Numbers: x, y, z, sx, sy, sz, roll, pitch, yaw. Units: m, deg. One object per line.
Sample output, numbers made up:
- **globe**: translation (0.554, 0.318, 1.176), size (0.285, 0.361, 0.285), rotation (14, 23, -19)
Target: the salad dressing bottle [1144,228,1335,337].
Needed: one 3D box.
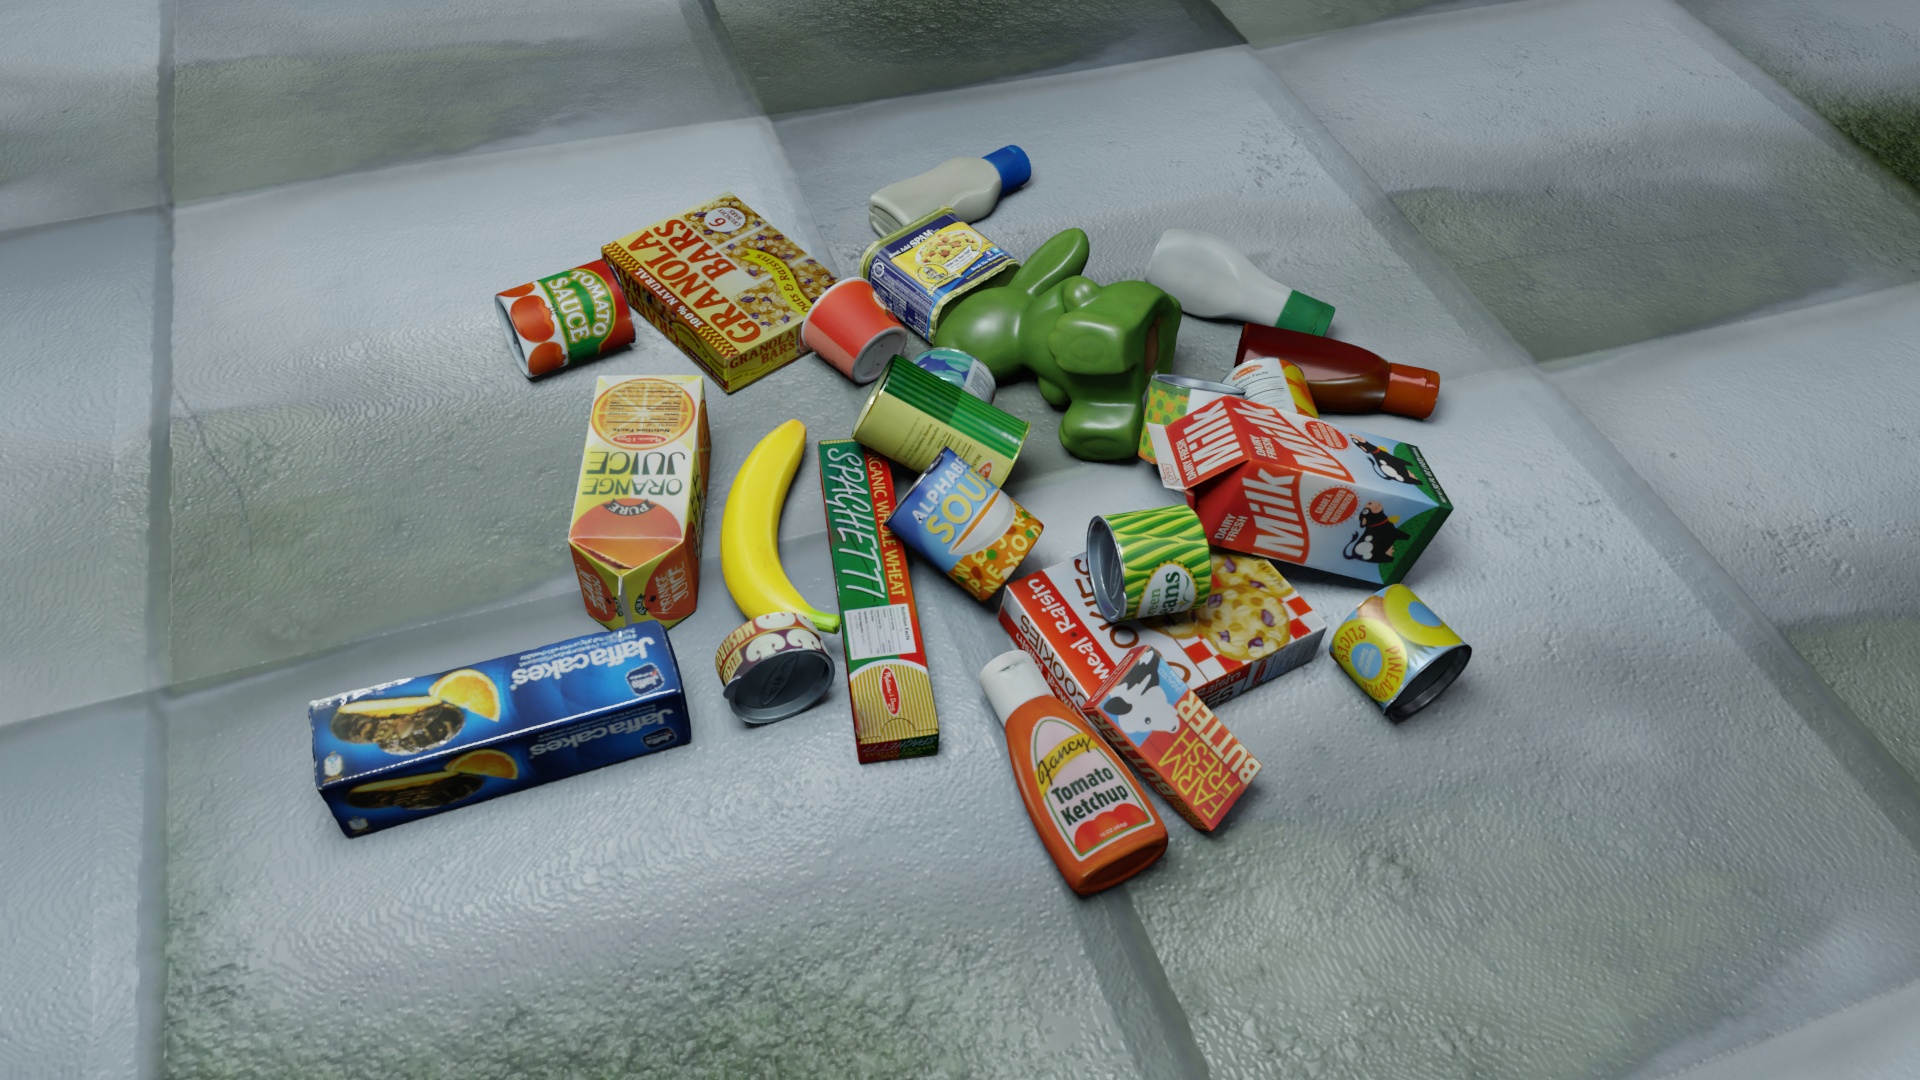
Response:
- **salad dressing bottle**: translation (0.221, -0.197, 1.100), size (0.148, 0.064, 0.044), rotation (26, 36, 7)

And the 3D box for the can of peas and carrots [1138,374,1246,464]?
- **can of peas and carrots**: translation (0.160, -0.082, 0.971), size (0.071, 0.058, 0.071), rotation (9, 13, -2)

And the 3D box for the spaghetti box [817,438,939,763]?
- **spaghetti box**: translation (-0.057, 0.030, 0.903), size (0.050, 0.028, 0.251), rotation (-5, 50, -8)

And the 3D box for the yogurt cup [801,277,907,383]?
- **yogurt cup**: translation (-0.077, -0.154, 1.039), size (0.073, 0.072, 0.054), rotation (-34, 67, -28)

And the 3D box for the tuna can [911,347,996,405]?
- **tuna can**: translation (-0.012, -0.103, 0.997), size (0.071, 0.070, 0.033), rotation (12, 50, 6)

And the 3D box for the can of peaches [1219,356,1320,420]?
- **can of peaches**: translation (0.224, -0.088, 1.002), size (0.071, 0.070, 0.058), rotation (-2, 50, -6)

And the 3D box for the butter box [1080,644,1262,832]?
- **butter box**: translation (0.124, 0.115, 0.808), size (0.103, 0.024, 0.053), rotation (47, 68, -6)

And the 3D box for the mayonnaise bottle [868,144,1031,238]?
- **mayonnaise bottle**: translation (-0.004, -0.294, 1.178), size (0.149, 0.041, 0.065), rotation (-32, 60, -29)

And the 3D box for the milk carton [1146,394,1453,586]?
- **milk carton**: translation (0.213, -0.036, 0.910), size (0.191, 0.073, 0.073), rotation (13, 37, -16)

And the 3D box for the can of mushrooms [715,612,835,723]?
- **can of mushrooms**: translation (-0.114, 0.076, 0.834), size (0.071, 0.070, 0.033), rotation (-17, 52, -17)

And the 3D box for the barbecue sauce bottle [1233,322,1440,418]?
- **barbecue sauce bottle**: translation (0.283, -0.124, 1.050), size (0.148, 0.043, 0.065), rotation (12, 48, 5)

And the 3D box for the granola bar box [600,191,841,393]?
- **granola bar box**: translation (-0.180, -0.196, 1.083), size (0.125, 0.038, 0.166), rotation (-33, 59, -28)

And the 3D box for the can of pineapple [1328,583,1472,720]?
- **can of pineapple**: translation (0.272, 0.070, 0.867), size (0.071, 0.070, 0.058), rotation (-24, 54, -22)

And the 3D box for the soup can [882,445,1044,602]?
- **soup can**: translation (0.003, -0.011, 0.897), size (0.084, 0.071, 0.072), rotation (38, 54, -3)

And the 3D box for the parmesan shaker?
- **parmesan shaker**: translation (-0.013, -0.078, 0.948), size (0.103, 0.071, 0.072), rotation (28, 49, -11)

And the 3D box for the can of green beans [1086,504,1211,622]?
- **can of green beans**: translation (0.115, 0.014, 0.851), size (0.058, 0.071, 0.071), rotation (-8, 50, -12)

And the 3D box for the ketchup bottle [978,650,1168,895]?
- **ketchup bottle**: translation (0.059, 0.131, 0.815), size (0.065, 0.043, 0.149), rotation (-23, 54, -13)

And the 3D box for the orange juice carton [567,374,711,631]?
- **orange juice carton**: translation (-0.207, -0.018, 0.906), size (0.073, 0.071, 0.194), rotation (0, 49, -4)

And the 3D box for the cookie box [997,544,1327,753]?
- **cookie box**: translation (0.127, 0.053, 0.889), size (0.168, 0.040, 0.123), rotation (-22, 54, -22)

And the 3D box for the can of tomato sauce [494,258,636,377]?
- **can of tomato sauce**: translation (-0.292, -0.165, 1.027), size (0.083, 0.070, 0.071), rotation (-24, 55, -22)
